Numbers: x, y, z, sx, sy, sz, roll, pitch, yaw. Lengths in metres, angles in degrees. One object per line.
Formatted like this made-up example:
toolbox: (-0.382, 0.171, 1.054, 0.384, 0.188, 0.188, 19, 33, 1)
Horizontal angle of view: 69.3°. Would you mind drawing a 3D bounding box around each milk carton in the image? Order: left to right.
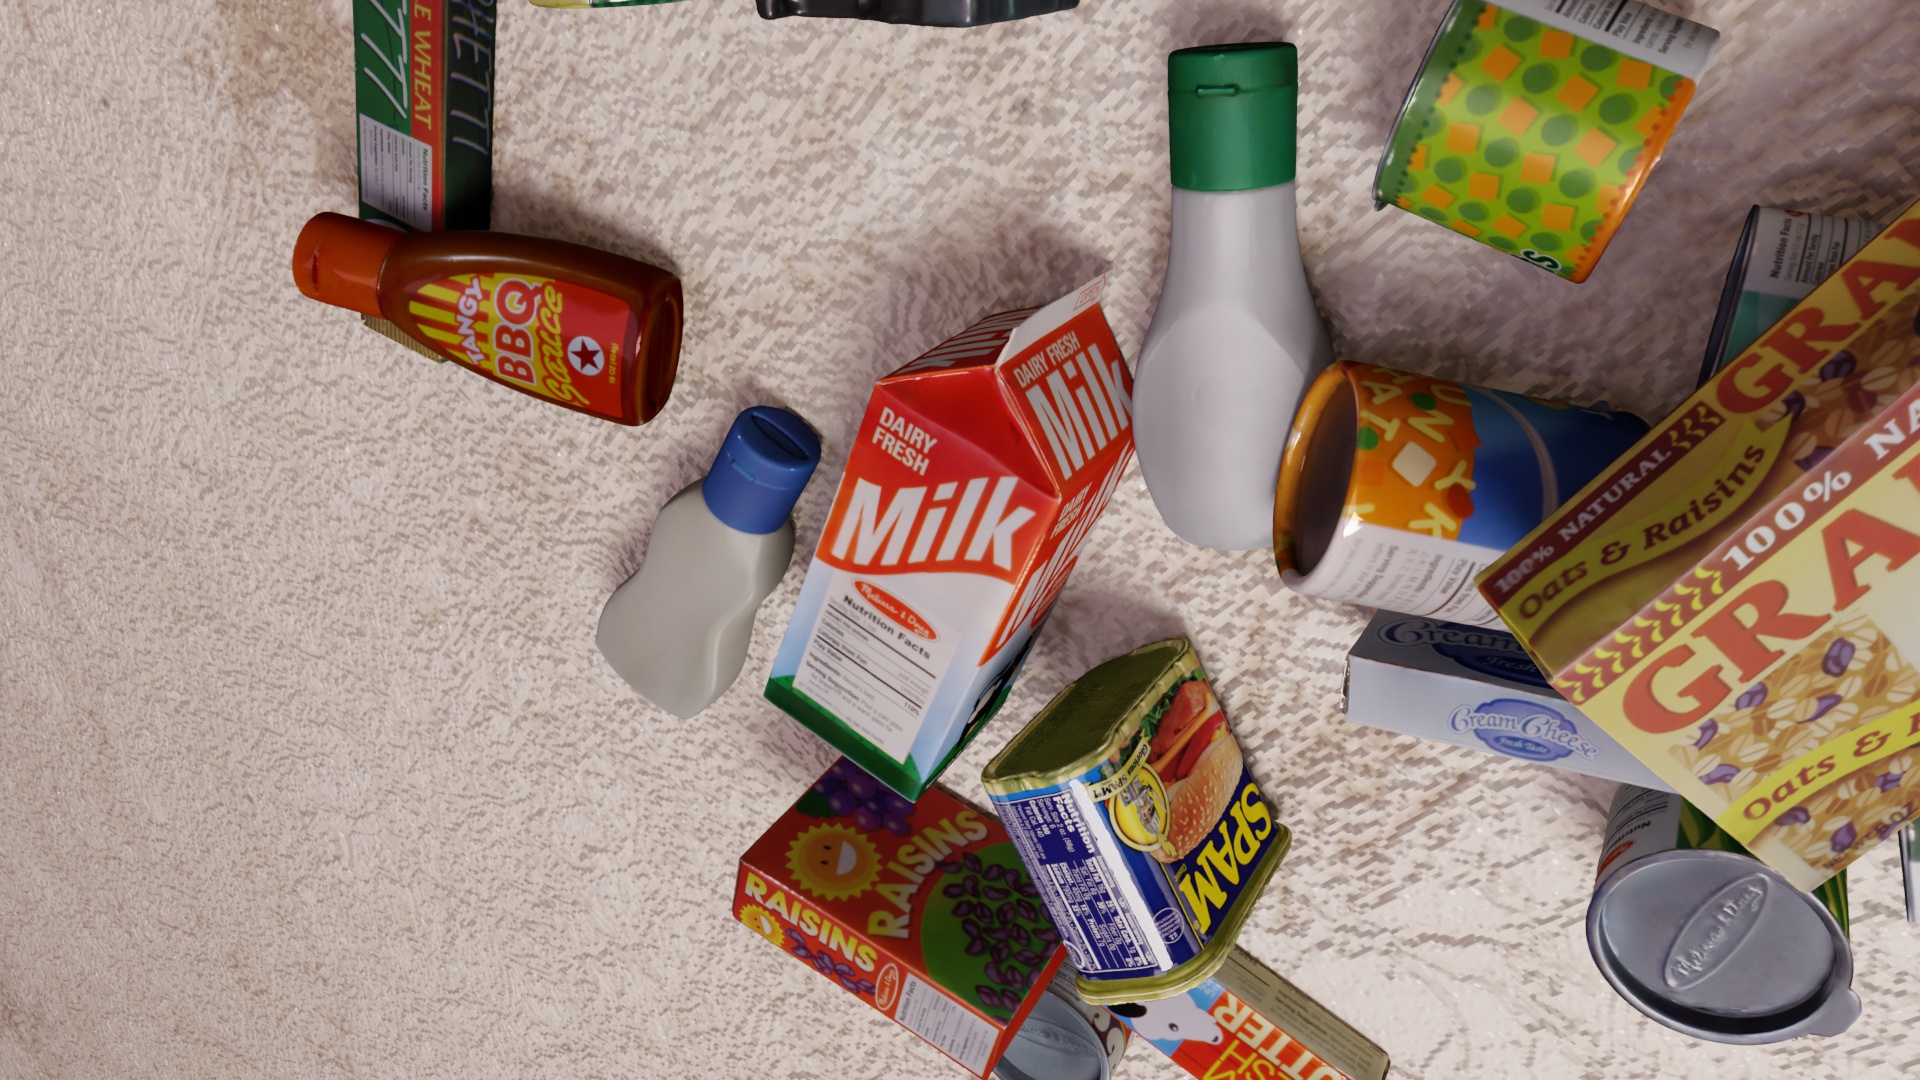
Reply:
milk carton: (0.002, -0.006, 0.484, 0.073, 0.073, 0.189, 33, 128, 13)

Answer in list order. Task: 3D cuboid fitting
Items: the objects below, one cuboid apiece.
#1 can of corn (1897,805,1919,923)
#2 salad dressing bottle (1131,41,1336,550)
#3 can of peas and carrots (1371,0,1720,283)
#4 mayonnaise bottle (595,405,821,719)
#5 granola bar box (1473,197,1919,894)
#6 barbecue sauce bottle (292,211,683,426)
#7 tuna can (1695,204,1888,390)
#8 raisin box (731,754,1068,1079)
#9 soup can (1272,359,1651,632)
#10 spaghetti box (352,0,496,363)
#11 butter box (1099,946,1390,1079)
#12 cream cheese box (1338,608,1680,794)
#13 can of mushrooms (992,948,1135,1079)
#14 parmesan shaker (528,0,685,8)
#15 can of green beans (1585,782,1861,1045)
can of corn: (0.275, 0.064, 0.357, 0.058, 0.071, 0.071, -5, 111, 32)
salad dressing bottle: (0.083, -0.072, 0.419, 0.064, 0.044, 0.147, 6, 115, 24)
can of peas and carrots: (0.145, -0.104, 0.350, 0.059, 0.071, 0.070, 28, 125, 16)
mayonnaise bottle: (-0.102, 0.009, 0.576, 0.065, 0.041, 0.147, 39, 127, 7)
granola bar box: (0.216, -0.007, 0.304, 0.124, 0.039, 0.165, 34, 111, -29)
barbecue sauce bottle: (-0.186, -0.094, 0.549, 0.148, 0.044, 0.064, 17, 121, 6)
tuna can: (0.203, -0.045, 0.344, 0.033, 0.071, 0.070, 16, 121, 24)
raisin box: (-0.018, 0.145, 0.563, 0.123, 0.086, 0.039, 28, 130, 17)
soup can: (0.137, -0.013, 0.383, 0.084, 0.072, 0.071, 11, 123, -5)
spaghetti box: (-0.212, -0.190, 0.549, 0.050, 0.029, 0.248, 27, 125, 17)
butter box: (0.111, 0.194, 0.548, 0.103, 0.024, 0.052, 34, 126, 13)
cream cheese box: (0.172, 0.044, 0.416, 0.104, 0.053, 0.024, 10, 114, 27)
can of mushrooms: (0.039, 0.207, 0.593, 0.071, 0.033, 0.070, 13, 120, 25)
parmesan shaker: (-0.115, -0.229, 0.448, 0.071, 0.072, 0.102, 12, 120, 26)
can of green beans: (0.224, 0.103, 0.411, 0.071, 0.058, 0.071, 14, 120, 25)
